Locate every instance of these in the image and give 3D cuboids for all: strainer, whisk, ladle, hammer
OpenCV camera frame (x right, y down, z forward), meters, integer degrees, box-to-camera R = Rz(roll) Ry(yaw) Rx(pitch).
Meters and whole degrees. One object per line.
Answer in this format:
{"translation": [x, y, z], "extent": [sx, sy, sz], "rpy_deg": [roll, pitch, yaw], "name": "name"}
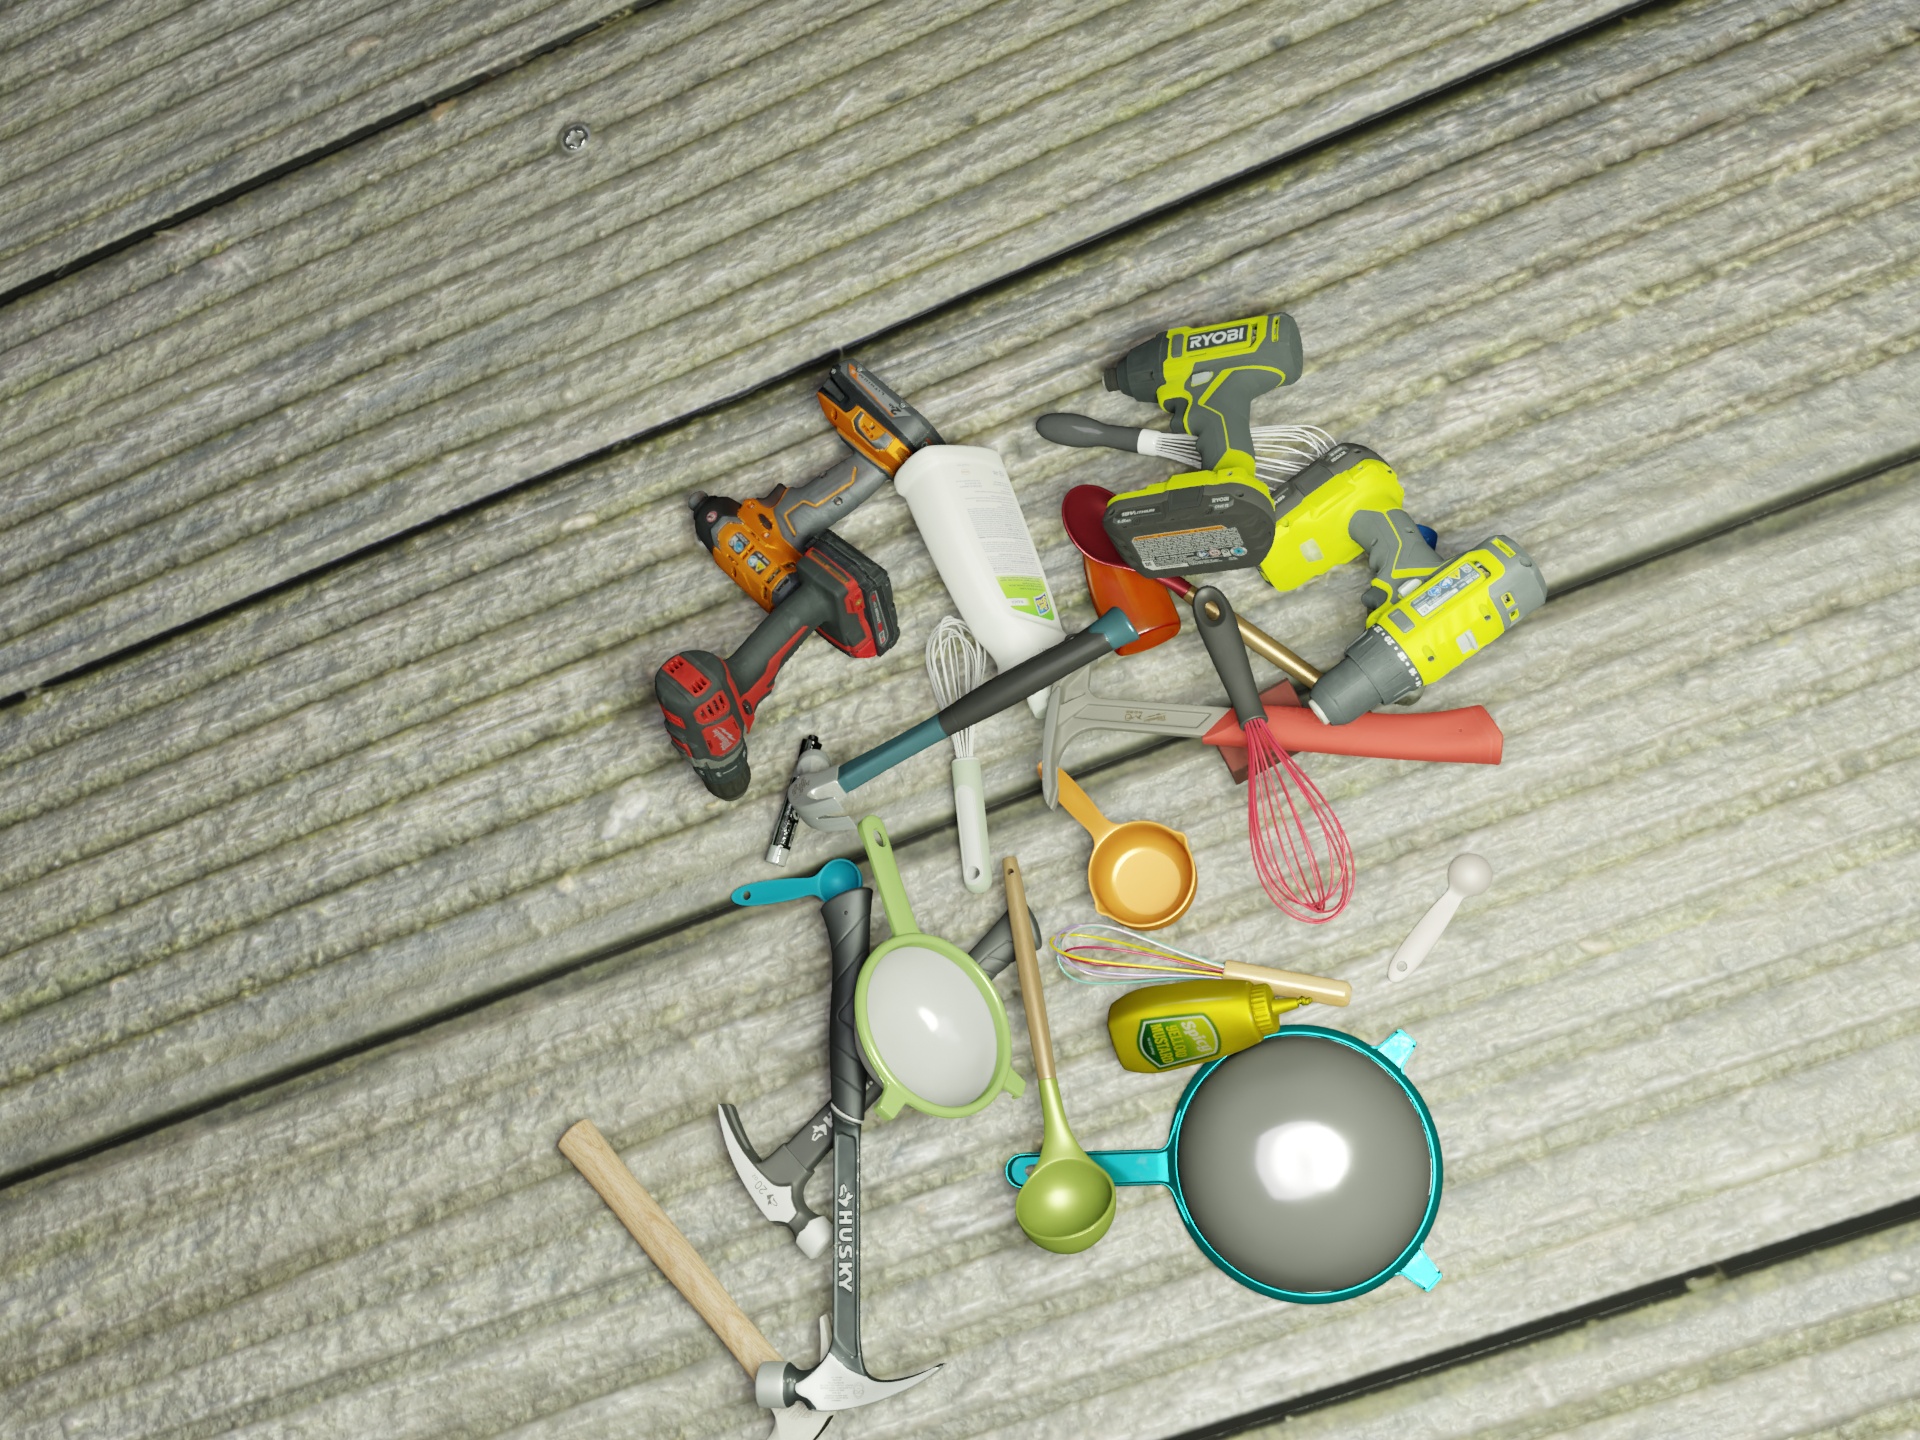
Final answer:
{"translation": [0.196, 0.340, 1.220], "extent": [0.340, 0.095, 0.211], "rpy_deg": [-5, 74, 11], "name": "strainer"}
{"translation": [0.191, 0.203, 1.288], "extent": [0.245, 0.047, 0.051], "rpy_deg": [9, 76, 13], "name": "whisk"}
{"translation": [0.232, 0.019, 1.227], "extent": [0.073, 0.073, 0.296], "rpy_deg": [-19, 63, 8], "name": "whisk"}
{"translation": [-0.052, 0.204, 1.282], "extent": [0.069, 0.151, 0.257], "rpy_deg": [-39, 61, 40], "name": "strainer"}
{"translation": [0.062, 0.256, 1.257], "extent": [0.078, 0.062, 0.320], "rpy_deg": [-13, 66, 7], "name": "ladle"}
{"translation": [-0.057, 0.276, 1.333], "extent": [0.335, 0.035, 0.146], "rpy_deg": [-46, 70, -2], "name": "hammer"}
{"translation": [0.215, -0.095, 1.346], "extent": [0.315, 0.031, 0.069], "rpy_deg": [36, 62, 8], "name": "ladle"}
{"translation": [-0.087, 0.339, 1.287], "extent": [0.149, 0.036, 0.409], "rpy_deg": [-3, 74, 11], "name": "hammer"}
{"translation": [-0.223, 0.461, 1.325], "extent": [0.130, 0.031, 0.331], "rpy_deg": [-46, 69, -1], "name": "hammer"}
{"translation": [0.003, 0.028, 1.383], "extent": [0.058, 0.059, 0.246], "rpy_deg": [-12, 77, 23], "name": "whisk"}
{"translation": [0.198, -0.241, 1.407], "extent": [0.285, 0.070, 0.070], "rpy_deg": [14, 79, 23], "name": "whisk"}
{"translation": [-0.002, -0.004, 1.318], "extent": [0.331, 0.128, 0.033], "rpy_deg": [-29, 114, 14], "name": "hammer"}
{"translation": [0.244, 0.014, 1.272], "extent": [0.359, 0.036, 0.149], "rpy_deg": [5, 75, 17], "name": "hammer"}

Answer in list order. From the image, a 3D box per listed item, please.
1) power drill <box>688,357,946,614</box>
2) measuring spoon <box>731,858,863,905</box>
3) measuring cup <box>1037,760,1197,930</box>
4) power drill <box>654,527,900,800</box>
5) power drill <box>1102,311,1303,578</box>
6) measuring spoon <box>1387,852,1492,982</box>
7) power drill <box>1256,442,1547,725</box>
{"translation": [-0.142, -0.219, 1.471], "extent": [0.164, 0.084, 0.226], "rpy_deg": [42, 92, 21], "name": "power drill"}
{"translation": [-0.142, 0.149, 1.403], "extent": [0.128, 0.021, 0.042], "rpy_deg": [-9, 73, 21], "name": "measuring spoon"}
{"translation": [0.126, 0.101, 1.328], "extent": [0.095, 0.052, 0.174], "rpy_deg": [-42, 68, 0], "name": "measuring cup"}
{"translation": [-0.160, -0.039, 1.394], "extent": [0.080, 0.187, 0.227], "rpy_deg": [37, 68, 25], "name": "power drill"}
{"translation": [0.193, -0.234, 1.331], "extent": [0.171, 0.080, 0.223], "rpy_deg": [-5, 58, 26], "name": "power drill"}
{"translation": [0.380, 0.158, 1.266], "extent": [0.034, 0.018, 0.124], "rpy_deg": [36, 87, 20], "name": "measuring spoon"}
{"translation": [0.321, -0.108, 1.261], "extent": [0.190, 0.080, 0.229], "rpy_deg": [-36, 41, 6], "name": "power drill"}
